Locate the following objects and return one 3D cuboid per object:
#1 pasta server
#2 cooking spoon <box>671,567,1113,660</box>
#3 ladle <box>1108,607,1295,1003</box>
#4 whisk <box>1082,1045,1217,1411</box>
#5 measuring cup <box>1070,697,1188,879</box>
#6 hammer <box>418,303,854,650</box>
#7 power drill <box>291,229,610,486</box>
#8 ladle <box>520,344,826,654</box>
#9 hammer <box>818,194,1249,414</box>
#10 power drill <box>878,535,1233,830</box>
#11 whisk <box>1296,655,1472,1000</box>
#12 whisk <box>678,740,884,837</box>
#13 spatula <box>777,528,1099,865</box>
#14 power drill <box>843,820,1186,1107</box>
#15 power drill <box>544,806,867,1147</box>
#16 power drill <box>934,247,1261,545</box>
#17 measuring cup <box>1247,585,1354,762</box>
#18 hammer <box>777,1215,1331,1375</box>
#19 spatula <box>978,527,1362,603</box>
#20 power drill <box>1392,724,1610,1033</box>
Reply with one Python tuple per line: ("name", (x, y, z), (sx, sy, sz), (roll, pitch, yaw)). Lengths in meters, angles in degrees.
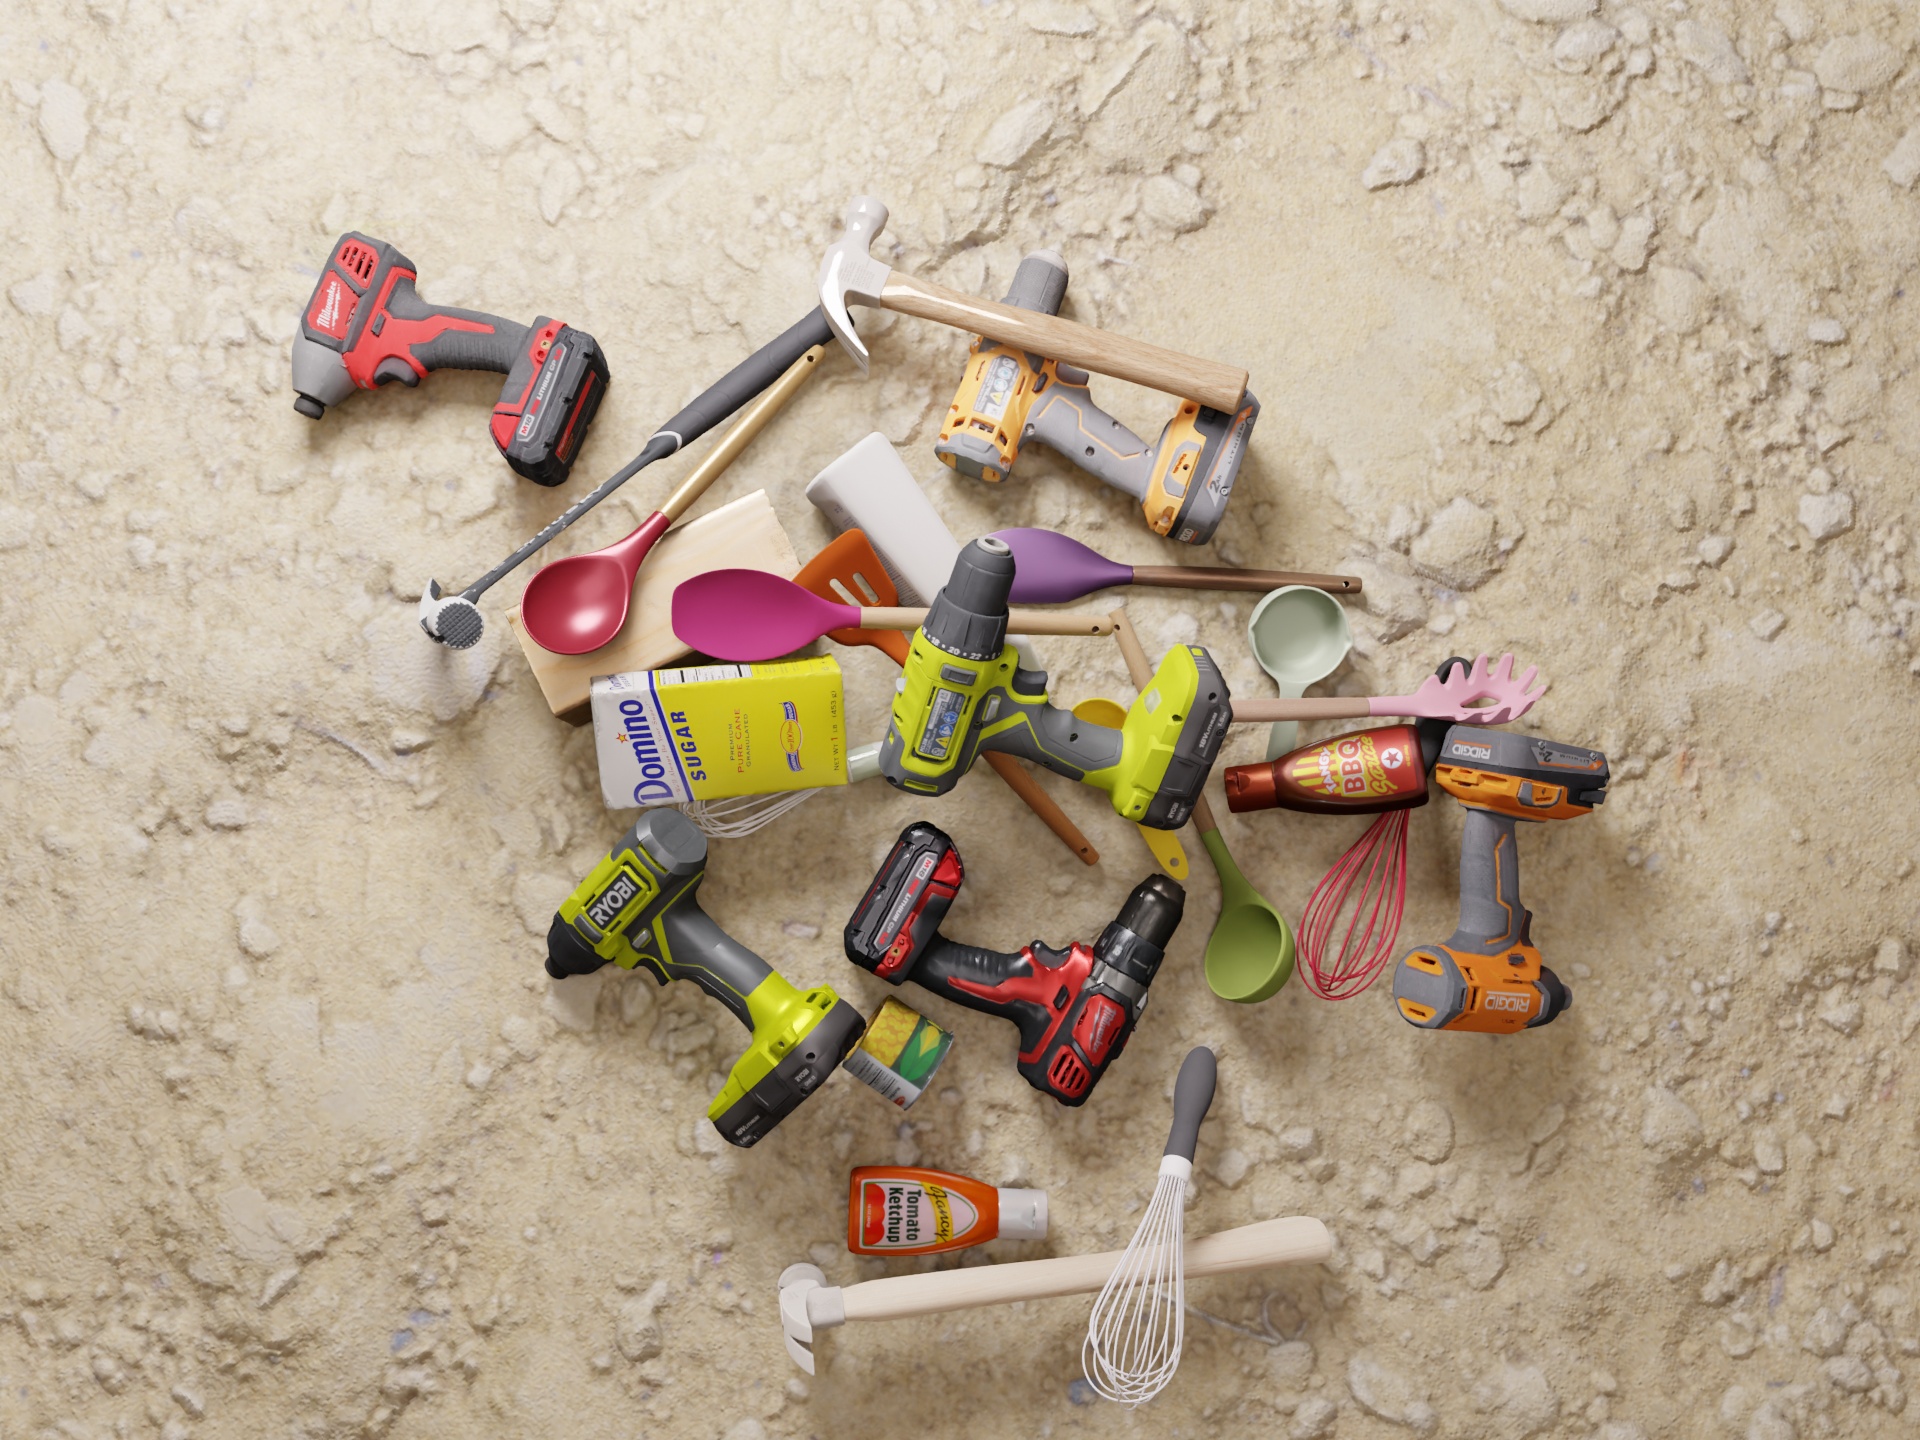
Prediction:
("pasta server", (0.286, -0.015, 1.216), (0.316, 0.040, 0.060), (-2, 45, -4))
("cooking spoon", (-0.046, -0.073, 1.144), (0.319, 0.017, 0.068), (2, 110, -8))
("ladle", (0.174, 0.063, 1.225), (0.062, 0.078, 0.320), (-15, 81, -48))
("whisk", (0.147, 0.351, 1.138), (0.070, 0.070, 0.285), (25, 49, -2))
("measuring cup", (0.130, 0.055, 1.227), (0.062, 0.029, 0.156), (-29, 83, -8))
("hammer", (-0.237, -0.194, 1.192), (0.409, 0.149, 0.036), (-41, 114, -15))
("power drill", (-0.390, -0.264, 1.197), (0.219, 0.078, 0.143), (22, 85, 0))
("ladle", (-0.198, -0.165, 1.143), (0.069, 0.031, 0.315), (41, 70, -6))
("hammer", (0.051, -0.289, 1.188), (0.331, 0.031, 0.130), (18, 75, 6))
("power drill", (0.071, -0.020, 1.134), (0.228, 0.080, 0.190), (14, 116, -12))
("whisk", (0.336, 0.080, 1.236), (0.073, 0.073, 0.296), (27, 78, -2))
("whisk", (-0.094, 0.037, 1.212), (0.246, 0.058, 0.059), (-17, 122, -9))
("spatula", (-0.002, -0.004, 1.191), (0.081, 0.041, 0.322), (-43, 103, 2))
("power drill", (0.045, 0.160, 1.198), (0.226, 0.080, 0.188), (32, 85, -5))
("power drill", (-0.194, 0.193, 1.160), (0.223, 0.080, 0.171), (45, 117, 1))
("power drill", (0.113, -0.251, 1.232), (0.226, 0.084, 0.185), (20, 83, 2))
("measuring cup", (0.256, -0.025, 1.251), (0.083, 0.038, 0.167), (7, 102, -3))
("hammer", (0.075, 0.409, 1.159), (0.410, 0.146, 0.038), (-5, 88, -9))
("spatula", (0.161, -0.116, 1.253), (0.316, 0.018, 0.060), (3, 91, -3))
("power drill", (0.421, 0.127, 1.212), (0.164, 0.084, 0.226), (10, 91, -30))
